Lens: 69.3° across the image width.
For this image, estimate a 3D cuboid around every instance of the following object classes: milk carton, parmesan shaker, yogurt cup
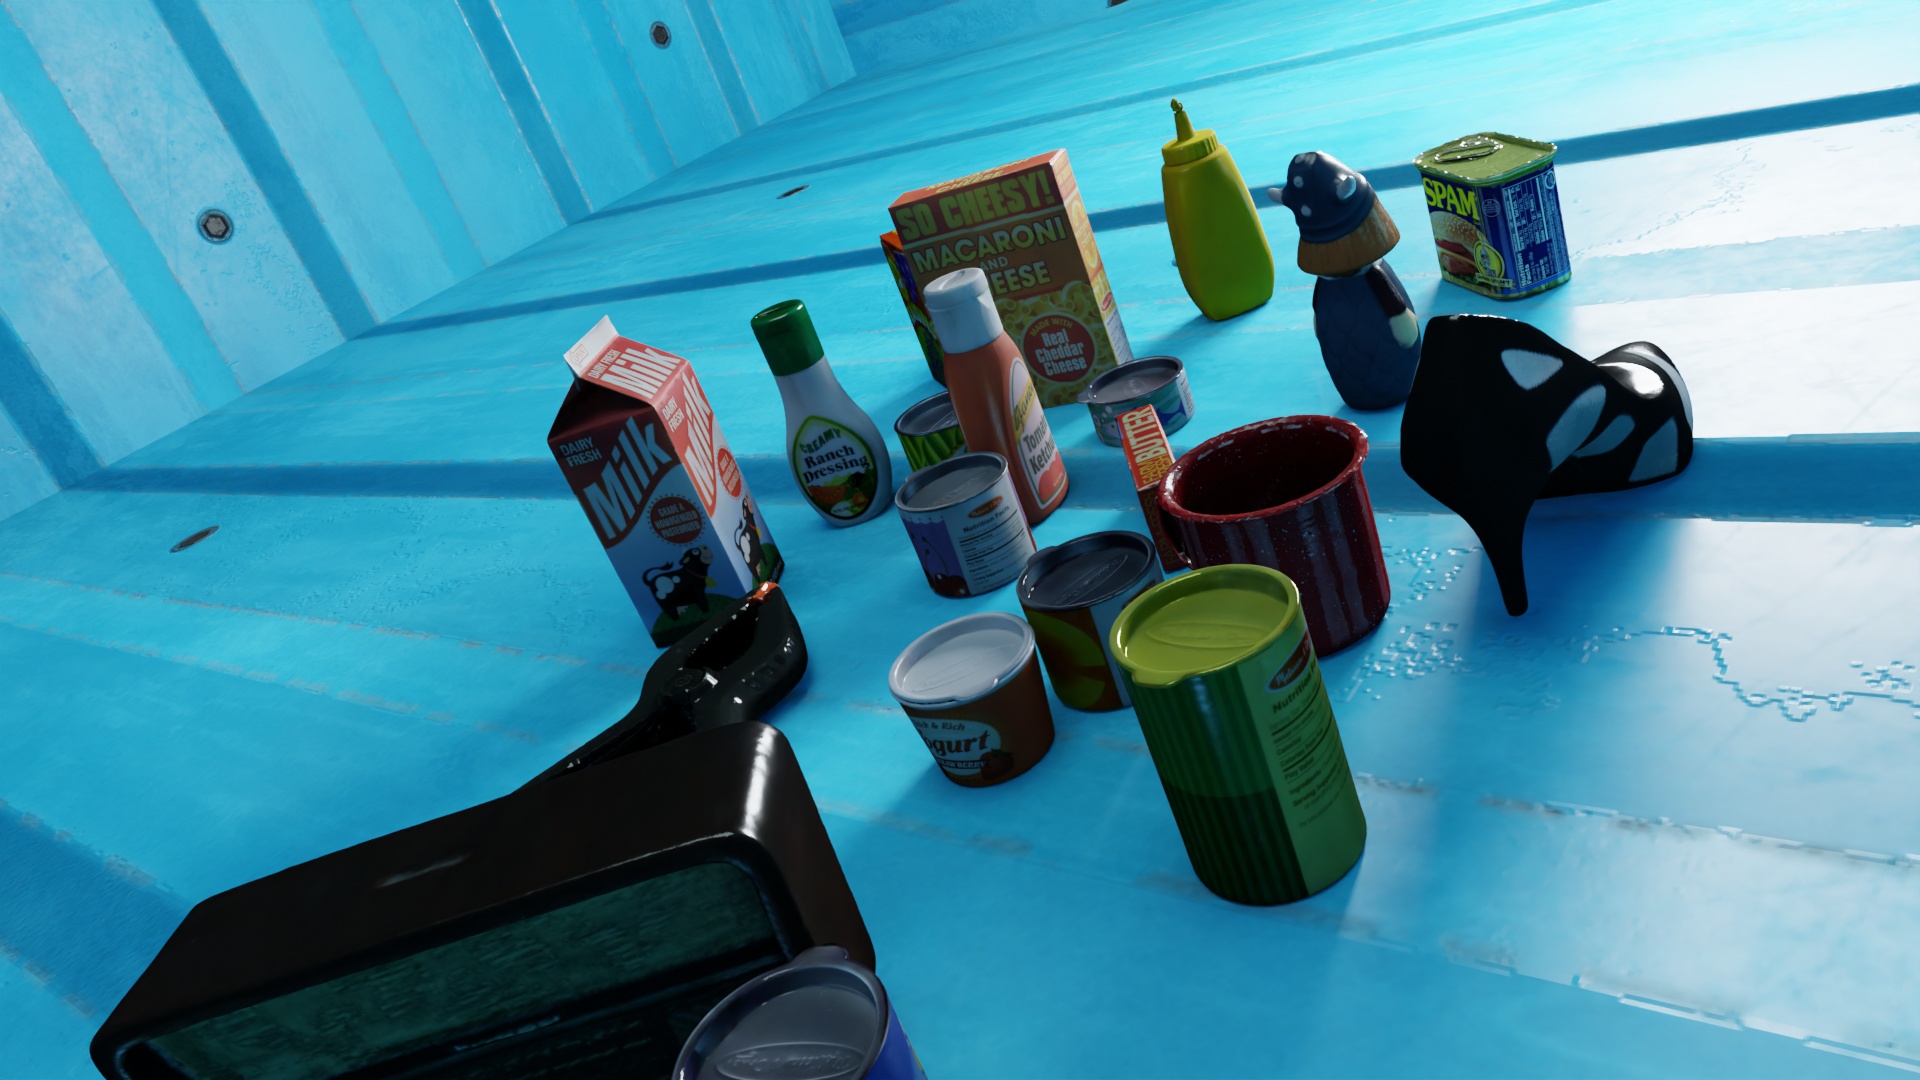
[{"bbox_3d":[-0.180,-0.038,0.828,0.073,0.189,0.073,-15,25,14],"label":"milk carton"},{"bbox_3d":[0.097,0.070,0.489,0.071,0.102,0.071,-18,25,9],"label":"parmesan shaker"},{"bbox_3d":[0.008,0.072,0.617,0.072,0.053,0.073,-18,25,9],"label":"yogurt cup"}]

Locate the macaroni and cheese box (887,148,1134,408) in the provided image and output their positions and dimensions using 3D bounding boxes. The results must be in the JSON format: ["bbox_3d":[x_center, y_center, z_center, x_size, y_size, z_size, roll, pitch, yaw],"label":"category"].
[{"bbox_3d":[0.037,-0.172,0.957,0.123,0.165,0.040,-9,27,26],"label":"macaroni and cheese box"}]

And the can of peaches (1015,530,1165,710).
[{"bbox_3d":[0.064,0.036,0.640,0.071,0.058,0.071,-18,25,9],"label":"can of peaches"}]

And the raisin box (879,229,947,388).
[{"bbox_3d":[-0.015,-0.176,1.059,0.040,0.123,0.086,-25,24,-7],"label":"raisin box"}]

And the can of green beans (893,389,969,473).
[{"bbox_3d":[-0.002,-0.058,0.886,0.071,0.057,0.071,-18,25,9],"label":"can of green beans"}]

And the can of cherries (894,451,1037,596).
[{"bbox_3d":[0.003,-0.010,0.783,0.071,0.058,0.072,-18,25,9],"label":"can of cherries"}]

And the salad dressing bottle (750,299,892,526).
[{"bbox_3d":[-0.091,-0.082,0.898,0.064,0.147,0.044,-16,25,12],"label":"salad dressing bottle"}]

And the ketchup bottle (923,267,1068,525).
[{"bbox_3d":[0.019,-0.084,0.812,0.043,0.148,0.065,-8,28,28],"label":"ketchup bottle"}]

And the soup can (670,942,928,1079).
[{"bbox_3d":[-0.036,0.174,0.407,0.071,0.083,0.071,-18,25,9],"label":"soup can"}]

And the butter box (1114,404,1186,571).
[{"bbox_3d":[0.106,-0.030,0.747,0.024,0.053,0.104,-18,25,8],"label":"butter box"}]

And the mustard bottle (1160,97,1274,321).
[{"bbox_3d":[0.176,-0.239,0.989,0.065,0.159,0.049,-22,24,-1],"label":"mustard bottle"}]

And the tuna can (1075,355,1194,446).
[{"bbox_3d":[0.112,-0.088,0.885,0.071,0.032,0.071,-18,25,9],"label":"tuna can"}]
